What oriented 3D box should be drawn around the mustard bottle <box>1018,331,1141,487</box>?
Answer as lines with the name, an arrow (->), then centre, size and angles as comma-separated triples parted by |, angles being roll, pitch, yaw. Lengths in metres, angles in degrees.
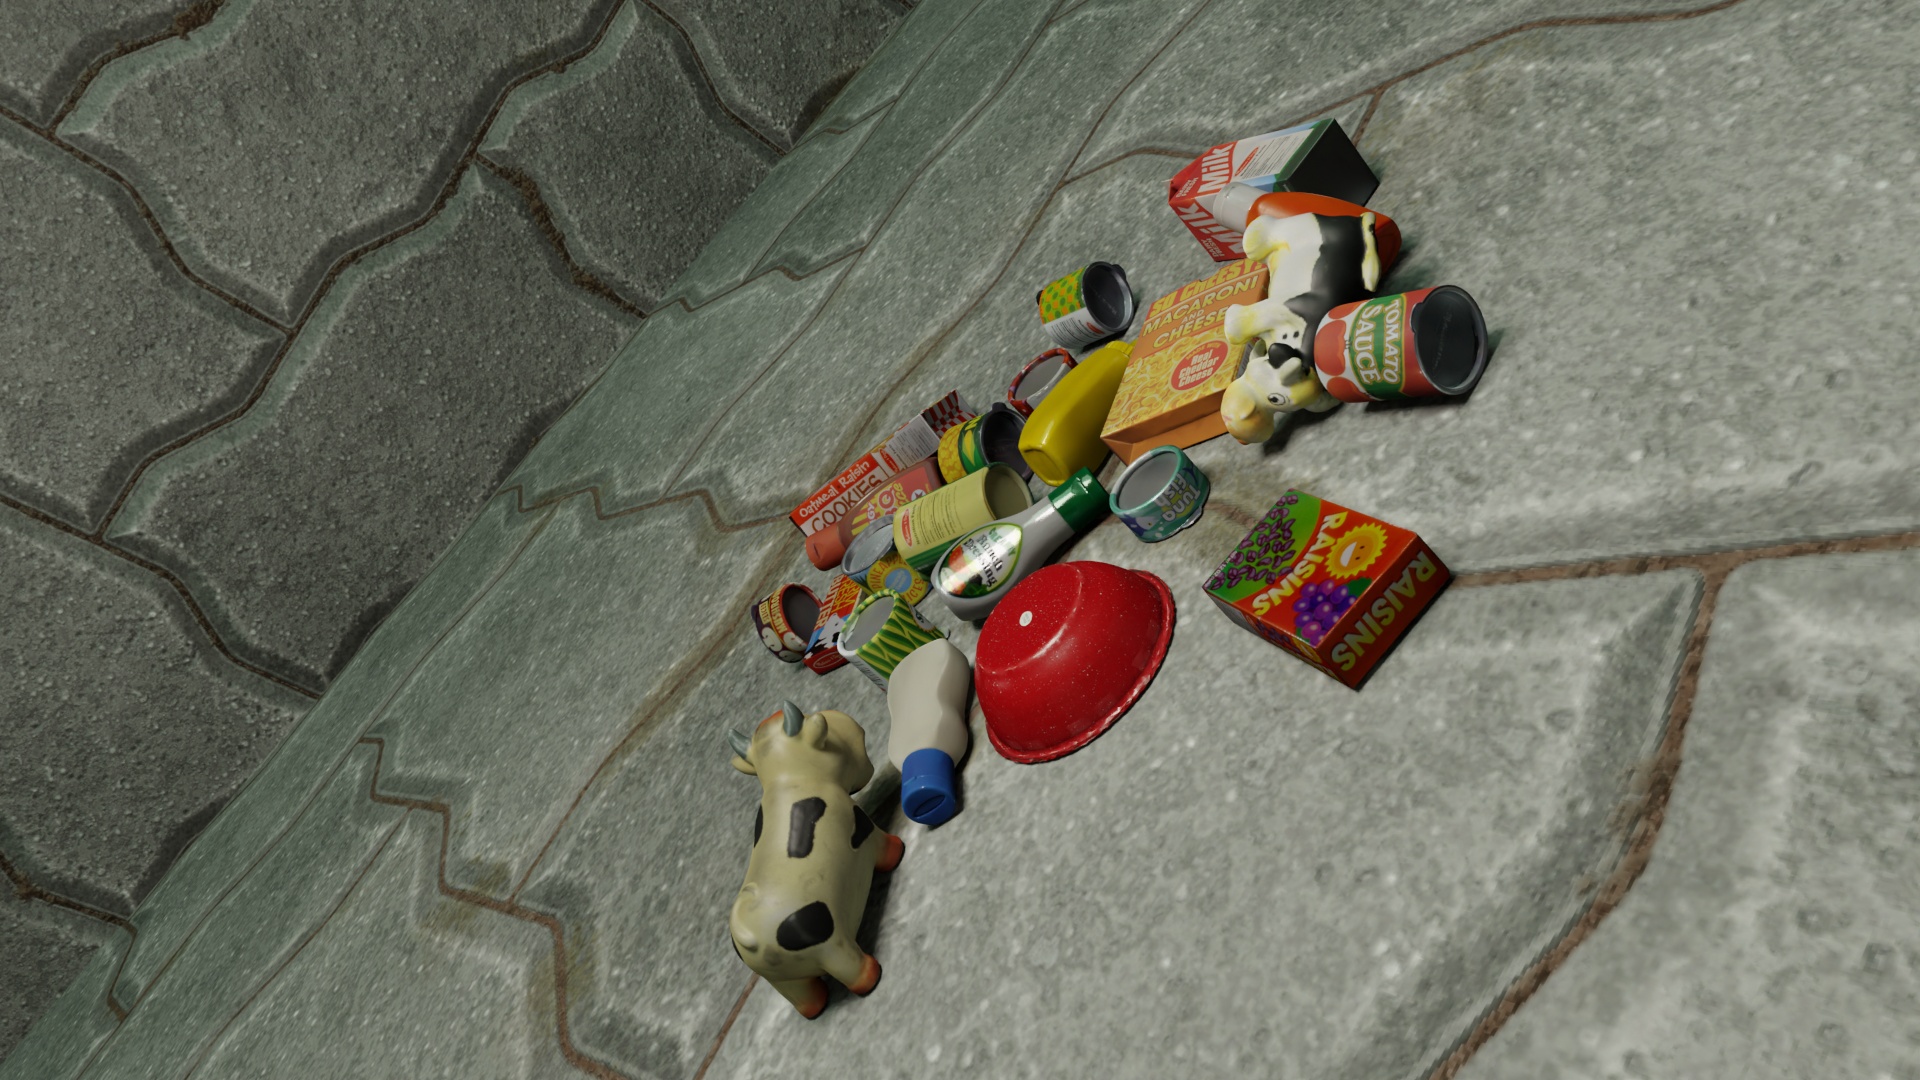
mustard bottle -> 0.110, -0.115, 1.126 | 0.049, 0.065, 0.161 | 1, 46, 51

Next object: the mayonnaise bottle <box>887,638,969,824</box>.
mayonnaise bottle -> -0.022, 0.135, 0.978 | 0.064, 0.041, 0.149 | -38, 27, 21

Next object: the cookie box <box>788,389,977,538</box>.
cookie box -> -0.073, -0.072, 1.321 | 0.167, 0.040, 0.123 | -35, 5, 22

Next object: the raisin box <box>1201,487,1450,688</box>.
raisin box -> 0.205, 0.024, 0.792 | 0.086, 0.040, 0.123 | -47, 24, -4

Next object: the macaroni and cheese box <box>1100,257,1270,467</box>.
macaroni and cheese box -> 0.186, -0.143, 1.073 | 0.123, 0.040, 0.167 | -20, 35, 42

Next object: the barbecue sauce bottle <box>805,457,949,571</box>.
barbecue sauce bottle -> -0.069, -0.017, 1.236 | 0.148, 0.065, 0.044 | -26, -6, 23

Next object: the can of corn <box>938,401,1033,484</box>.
can of corn -> 0.022, -0.077, 1.193 | 0.058, 0.071, 0.071 | -18, 36, 47

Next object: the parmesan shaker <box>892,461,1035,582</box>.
parmesan shaker -> 0.004, -0.014, 1.135 | 0.103, 0.071, 0.072 | -23, 33, 39

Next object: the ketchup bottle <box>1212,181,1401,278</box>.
ketchup bottle -> 0.253, -0.233, 1.041 | 0.065, 0.043, 0.149 | -49, 46, -3

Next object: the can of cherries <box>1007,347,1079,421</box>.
can of cherries -> 0.081, -0.122, 1.181 | 0.071, 0.058, 0.072 | -35, 27, 22

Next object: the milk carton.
milk carton -> 0.246, -0.288, 1.162 | 0.073, 0.072, 0.190 | -52, 26, -15

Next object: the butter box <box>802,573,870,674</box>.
butter box -> -0.100, 0.067, 1.220 | 0.053, 0.024, 0.104 | -27, 31, 34

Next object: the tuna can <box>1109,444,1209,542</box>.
tuna can -> 0.141, -0.033, 0.985 | 0.071, 0.032, 0.071 | -36, 26, 21

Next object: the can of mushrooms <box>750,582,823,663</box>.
can of mushrooms -> -0.150, 0.072, 1.235 | 0.033, 0.071, 0.071 | -29, 30, 29

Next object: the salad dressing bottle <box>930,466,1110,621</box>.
salad dressing bottle -> 0.048, 0.001, 1.058 | 0.147, 0.044, 0.064 | -37, 59, 6

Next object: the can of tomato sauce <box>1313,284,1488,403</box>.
can of tomato sauce -> 0.273, -0.121, 0.870 | 0.071, 0.071, 0.083 | -55, 26, -19

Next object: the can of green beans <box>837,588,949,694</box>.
can of green beans -> -0.054, 0.080, 1.088 | 0.071, 0.057, 0.071 | -36, 27, 21

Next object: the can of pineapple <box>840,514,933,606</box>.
can of pineapple -> -0.058, 0.021, 1.183 | 0.071, 0.057, 0.071 | -36, 27, 22

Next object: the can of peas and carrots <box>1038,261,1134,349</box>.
can of peas and carrots -> 0.115, -0.215, 1.261 | 0.058, 0.071, 0.071 | -17, 38, 48
